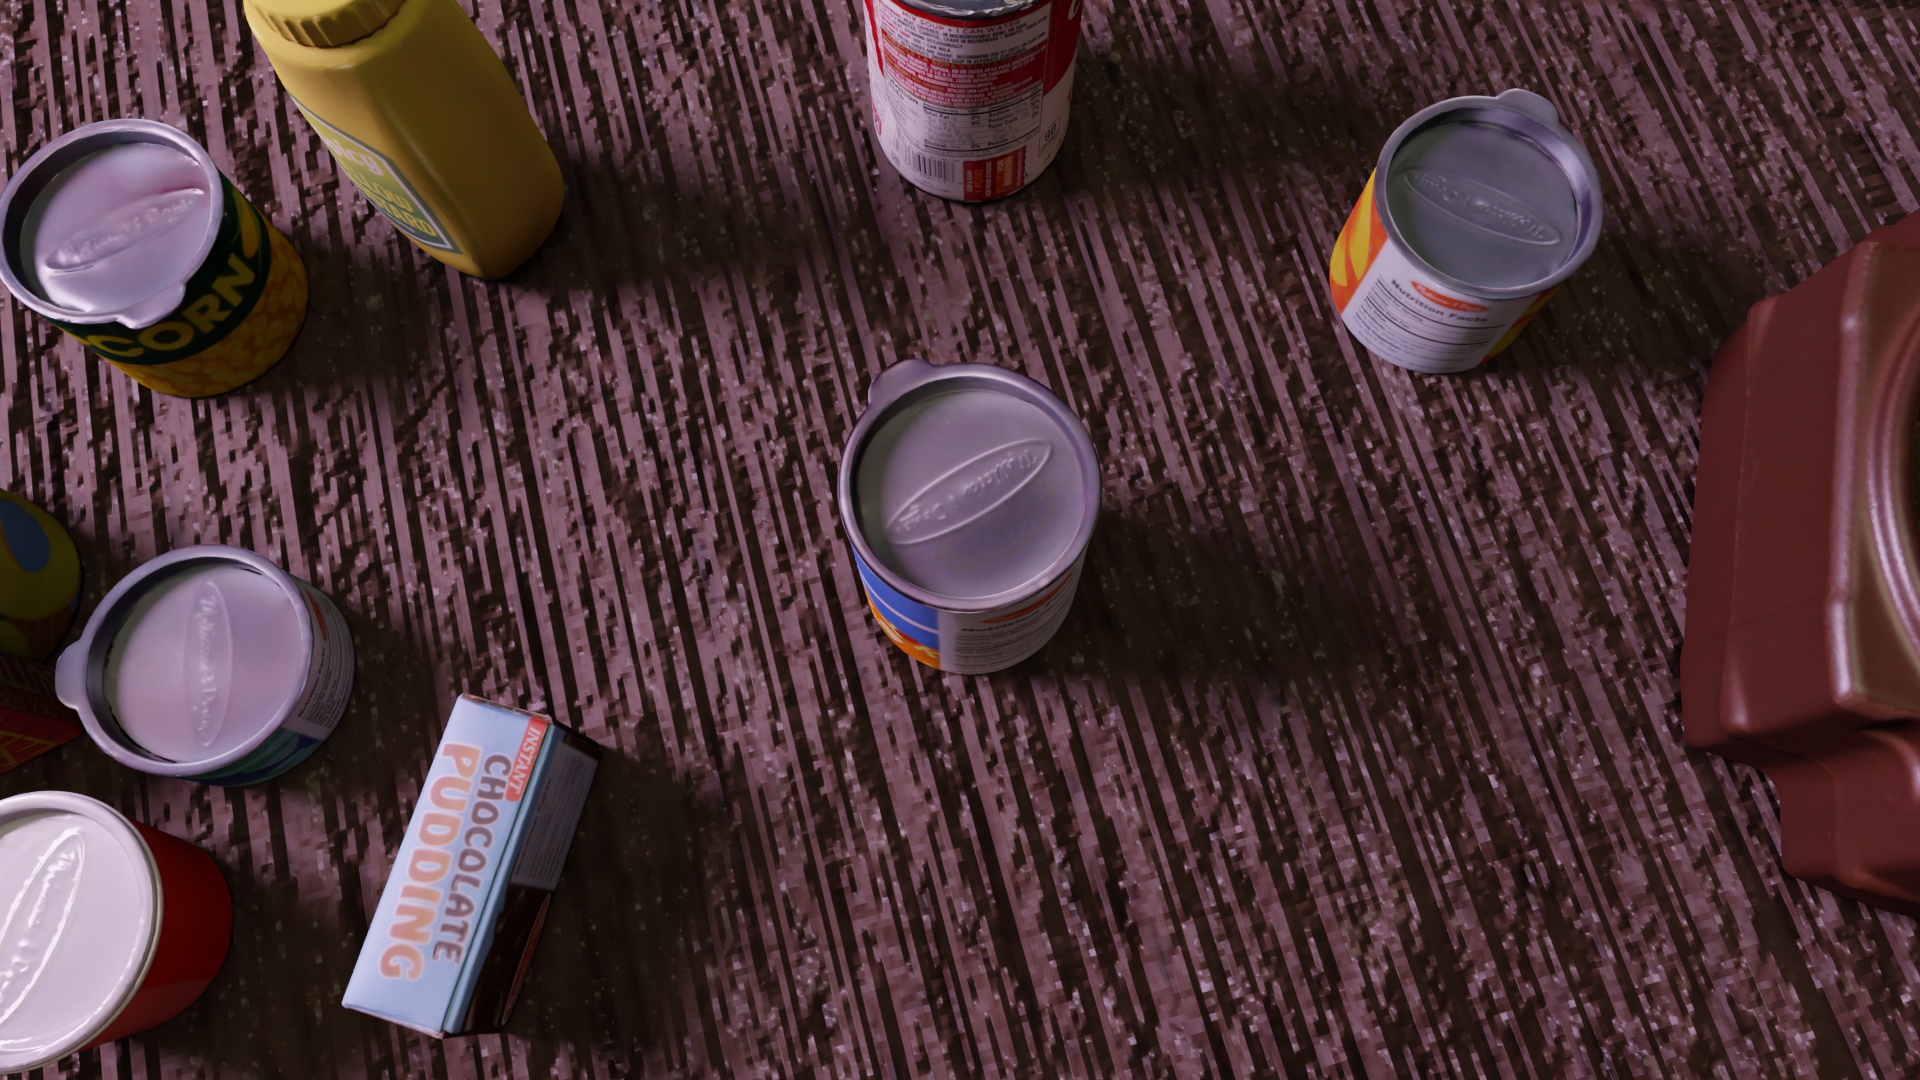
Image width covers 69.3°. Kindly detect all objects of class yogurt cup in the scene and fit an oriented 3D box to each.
[{"bbox_3d":[-0.234,0.104,0.369,0.072,0.053,0.072,0,73,0],"label":"yogurt cup"}]

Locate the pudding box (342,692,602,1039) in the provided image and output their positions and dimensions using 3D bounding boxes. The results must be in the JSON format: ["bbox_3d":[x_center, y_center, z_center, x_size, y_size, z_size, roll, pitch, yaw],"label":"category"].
[{"bbox_3d":[-0.129,0.088,0.376,0.030,0.049,0.084,14,73,4],"label":"pudding box"}]

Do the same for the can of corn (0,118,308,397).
[{"bbox_3d":[-0.243,-0.082,0.425,0.071,0.058,0.071,0,73,0],"label":"can of corn"}]

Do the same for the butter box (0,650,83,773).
[{"bbox_3d":[-0.308,0.063,0.382,0.104,0.053,0.024,-27,75,-8],"label":"butter box"}]

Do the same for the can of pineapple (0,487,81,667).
[{"bbox_3d":[-0.300,0.011,0.396,0.071,0.057,0.071,0,73,0],"label":"can of pineapple"}]

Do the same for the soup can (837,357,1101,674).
[{"bbox_3d":[0.001,-0.005,0.387,0.071,0.083,0.071,0,73,0],"label":"soup can"}]

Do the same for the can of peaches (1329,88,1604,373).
[{"bbox_3d":[0.154,-0.094,0.427,0.071,0.058,0.071,0,73,0],"label":"can of peaches"}]

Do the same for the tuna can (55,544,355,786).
[{"bbox_3d":[-0.216,0.037,0.401,0.071,0.032,0.071,0,73,0],"label":"tuna can"}]

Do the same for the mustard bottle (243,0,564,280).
[{"bbox_3d":[-0.160,-0.131,0.386,0.065,0.159,0.049,33,76,10],"label":"mustard bottle"}]
